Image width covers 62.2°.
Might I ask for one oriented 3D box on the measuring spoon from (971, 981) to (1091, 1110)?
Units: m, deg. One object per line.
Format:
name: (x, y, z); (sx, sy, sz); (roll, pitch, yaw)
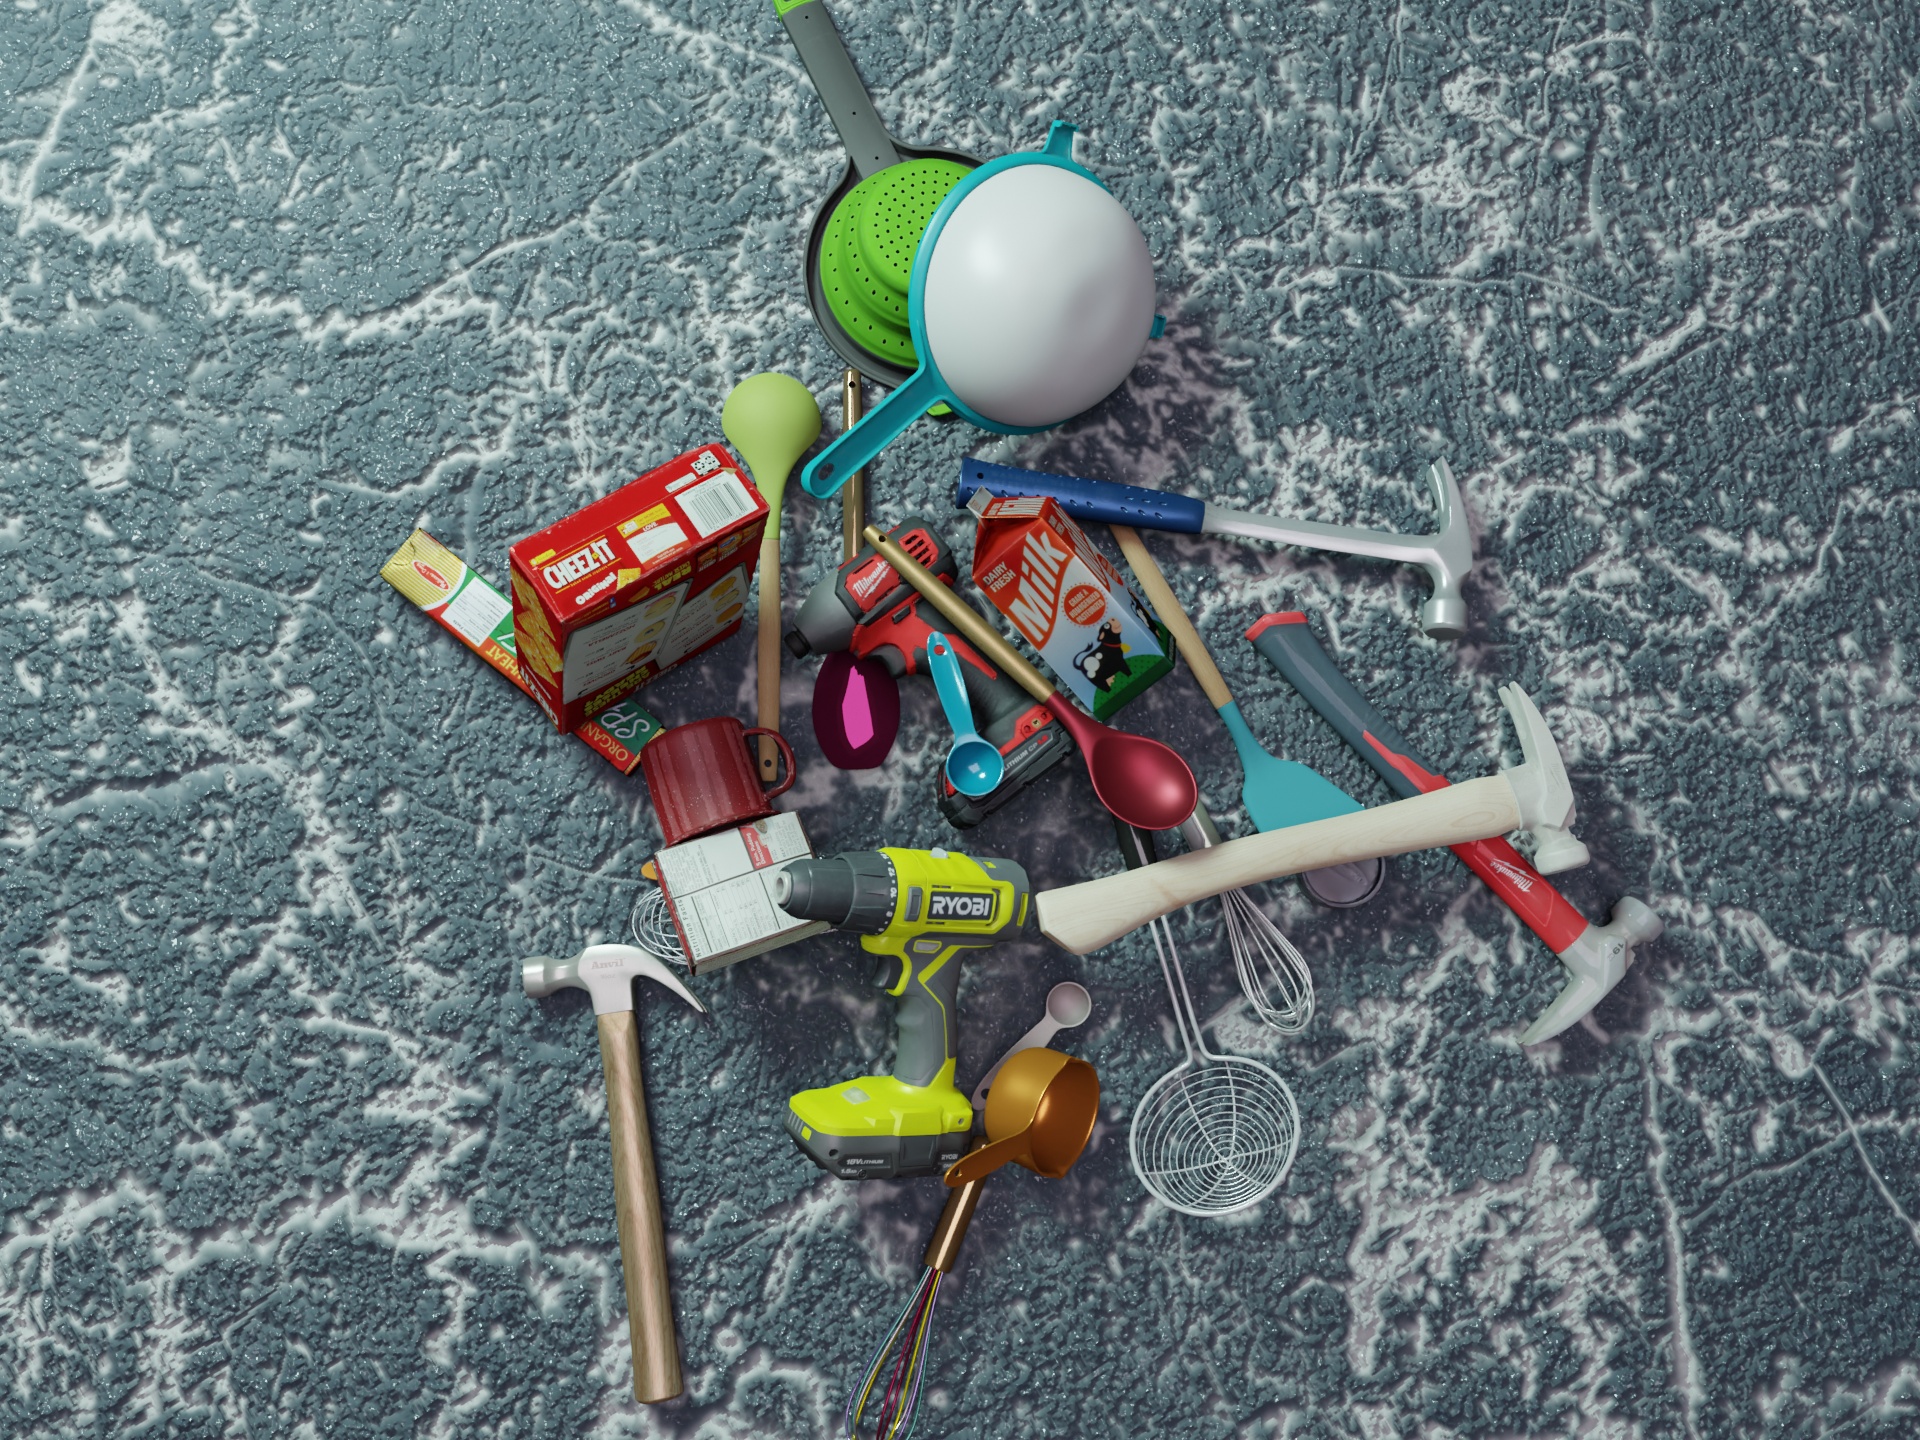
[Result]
measuring spoon: (0.052, 0.248, 1.210); (0.034, 0.018, 0.124); (43, 90, 3)

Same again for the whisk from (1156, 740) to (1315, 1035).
whisk: (0.202, 0.126, 1.215); (0.059, 0.058, 0.246); (-18, 77, -39)

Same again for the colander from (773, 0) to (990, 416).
colander: (-0.059, -0.441, 1.254); (0.204, 0.094, 0.397); (-25, 84, -5)

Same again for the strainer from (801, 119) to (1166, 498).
strainer: (0.028, -0.270, 1.172); (0.340, 0.095, 0.210); (-43, 126, -14)

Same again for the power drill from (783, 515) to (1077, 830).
power drill: (-0.024, -0.031, 1.202); (0.143, 0.078, 0.219); (-36, 88, -8)

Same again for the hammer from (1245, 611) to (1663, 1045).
hammer: (0.355, 0.071, 1.230); (0.143, 0.038, 0.386); (-44, 86, -5)

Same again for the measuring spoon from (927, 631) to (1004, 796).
measuring spoon: (-0.002, -0.004, 1.159); (0.042, 0.021, 0.129); (-15, 74, -7)

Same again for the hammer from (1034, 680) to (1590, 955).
hammer: (0.253, 0.085, 1.177); (0.410, 0.038, 0.146); (-13, 79, -7)

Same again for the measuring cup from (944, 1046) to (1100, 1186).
measuring cup: (0.030, 0.290, 1.135); (0.052, 0.173, 0.095); (13, 106, 39)

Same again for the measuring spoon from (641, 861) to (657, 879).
measuring spoon: (-0.186, 0.115, 1.219); (0.117, 0.011, 0.021); (-1, 55, 0)

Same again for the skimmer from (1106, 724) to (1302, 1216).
skimmer: (0.151, 0.177, 1.181); (0.127, 0.090, 0.363); (-17, 82, 14)

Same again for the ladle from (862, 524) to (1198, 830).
ladle: (0.046, -0.034, 1.158); (0.315, 0.031, 0.069); (43, 68, 5)

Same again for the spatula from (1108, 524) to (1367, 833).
spatula: (0.197, -0.038, 1.236); (0.082, 0.044, 0.317); (-29, 83, -10)

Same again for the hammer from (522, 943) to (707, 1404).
hammer: (-0.239, 0.331, 1.177); (0.130, 0.031, 0.331); (-8, 83, -3)

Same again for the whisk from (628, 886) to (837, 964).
whisk: (-0.105, 0.147, 1.196); (0.284, 0.070, 0.070); (-1, 83, -7)

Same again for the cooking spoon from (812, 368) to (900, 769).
cooking spoon: (-0.083, -0.120, 1.249); (0.068, 0.017, 0.319); (-1, 83, -2)

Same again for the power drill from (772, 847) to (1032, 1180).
power drill: (-0.054, 0.202, 1.130); (0.190, 0.080, 0.228); (6, 95, -31)

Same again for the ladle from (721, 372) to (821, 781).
ladle: (-0.148, -0.113, 1.241); (0.078, 0.062, 0.320); (0, 89, -6)

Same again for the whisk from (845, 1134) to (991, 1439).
whisk: (-0.023, 0.425, 1.167); (0.051, 0.047, 0.245); (22, 79, 2)

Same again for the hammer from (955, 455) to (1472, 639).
hammer: (0.200, -0.162, 1.242); (0.405, 0.035, 0.144); (8, 74, -2)
